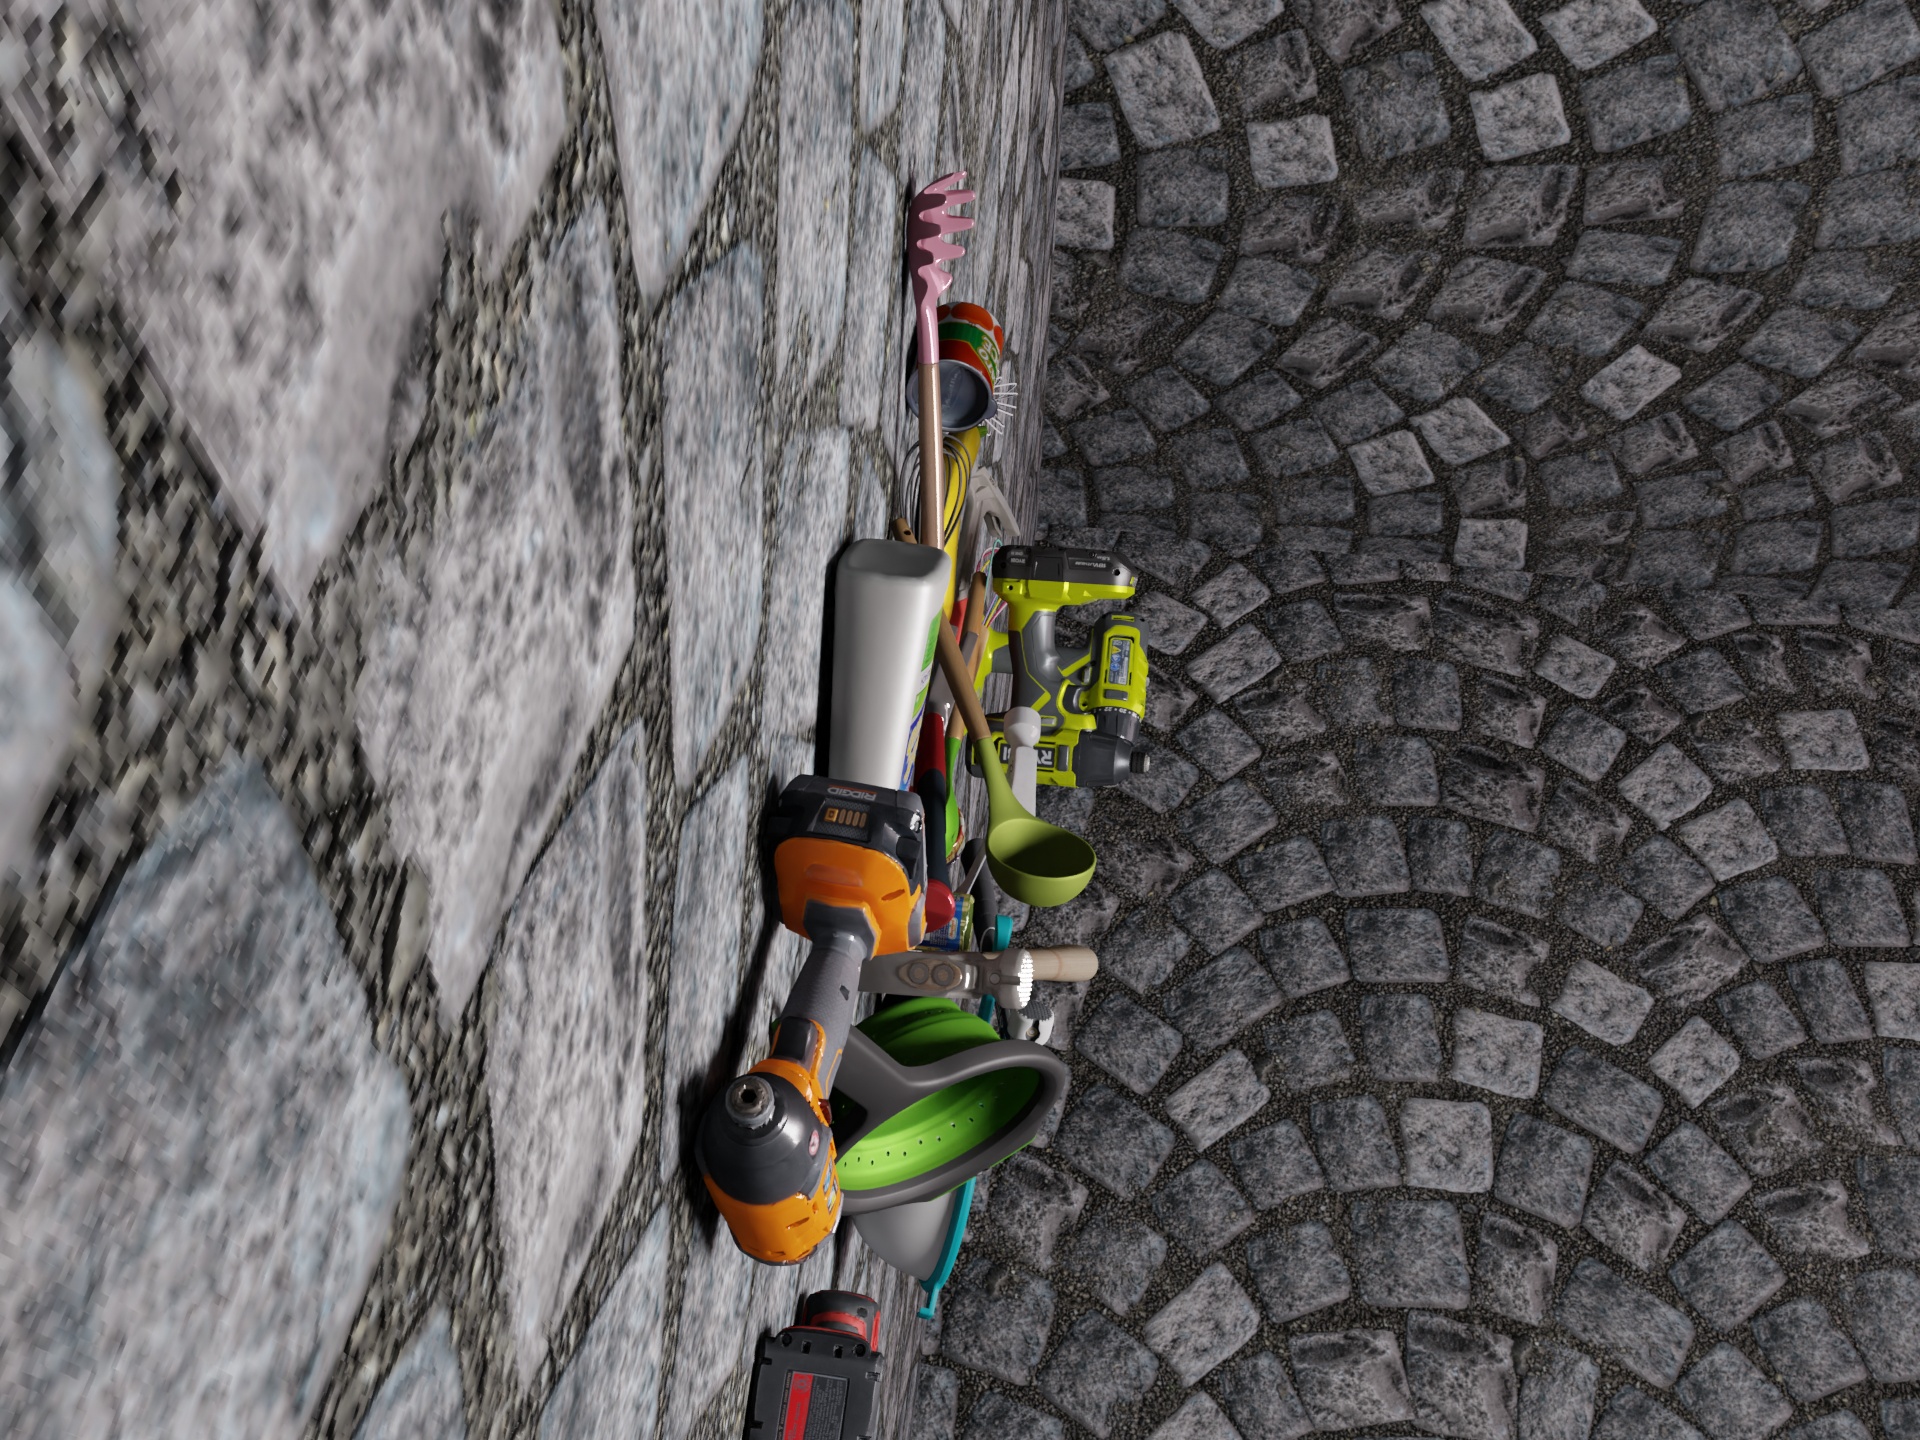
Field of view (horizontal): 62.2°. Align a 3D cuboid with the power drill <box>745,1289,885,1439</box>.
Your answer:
[{"bbox_3d":[-0.098,0.494,1.084,0.226,0.080,0.188,93,5,-74],"label":"power drill"}]

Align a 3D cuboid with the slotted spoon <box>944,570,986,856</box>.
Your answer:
[{"bbox_3d":[-0.002,-0.005,1.423,0.070,0.031,0.314,113,-12,-59],"label":"slotted spoon"}]

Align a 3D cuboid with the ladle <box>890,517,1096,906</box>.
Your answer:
[{"bbox_3d":[0.012,-0.014,1.142,0.062,0.078,0.320,-45,-120,51],"label":"ladle"}]

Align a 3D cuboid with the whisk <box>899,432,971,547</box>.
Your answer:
[{"bbox_3d":[-0.030,-0.112,1.262,0.055,0.055,0.238,-76,176,-62],"label":"whisk"}]

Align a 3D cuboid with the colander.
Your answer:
[{"bbox_3d":[-0.056,0.233,1.100,0.095,0.204,0.396,59,1,32],"label":"colander"}]

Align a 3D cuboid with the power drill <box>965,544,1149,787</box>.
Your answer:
[{"bbox_3d":[0.098,-0.049,1.499,0.080,0.171,0.223,-14,108,-75],"label":"power drill"}]

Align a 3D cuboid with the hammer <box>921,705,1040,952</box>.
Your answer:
[{"bbox_3d":[0.002,0.169,1.525,0.405,0.035,0.144,113,-14,-46],"label":"hammer"}]

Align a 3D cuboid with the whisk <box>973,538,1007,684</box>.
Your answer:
[{"bbox_3d":[0.026,-0.105,1.614,0.245,0.047,0.051,-73,169,-47],"label":"whisk"}]

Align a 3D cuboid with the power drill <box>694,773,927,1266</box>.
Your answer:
[{"bbox_3d":[-0.076,0.144,0.809,0.164,0.084,0.227,89,12,-57],"label":"power drill"}]

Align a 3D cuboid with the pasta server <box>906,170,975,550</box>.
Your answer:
[{"bbox_3d":[-0.016,-0.233,1.159,0.060,0.040,0.316,-42,135,-59],"label":"pasta server"}]

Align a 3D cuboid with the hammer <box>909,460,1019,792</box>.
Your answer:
[{"bbox_3d":[-0.008,-0.075,1.504,0.149,0.037,0.359,53,42,-55],"label":"hammer"}]

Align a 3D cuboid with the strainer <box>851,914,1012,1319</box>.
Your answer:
[{"bbox_3d":[-0.033,0.323,1.380,0.211,0.095,0.340,-107,-151,-77],"label":"strainer"}]

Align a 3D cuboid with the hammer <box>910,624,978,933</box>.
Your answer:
[{"bbox_3d":[-0.019,0.042,1.188,0.386,0.038,0.143,-93,-158,-72],"label":"hammer"}]

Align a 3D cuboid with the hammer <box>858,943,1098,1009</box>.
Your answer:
[{"bbox_3d":[0.025,0.187,1.214,0.410,0.146,0.038,25,68,-72],"label":"hammer"}]

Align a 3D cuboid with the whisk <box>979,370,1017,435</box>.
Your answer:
[{"bbox_3d":[0.005,-0.291,1.419,0.284,0.070,0.070,-40,136,-77],"label":"whisk"}]

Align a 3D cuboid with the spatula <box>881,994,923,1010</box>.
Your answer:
[{"bbox_3d":[-0.054,0.308,1.593,0.317,0.044,0.082,89,5,-68],"label":"spatula"}]

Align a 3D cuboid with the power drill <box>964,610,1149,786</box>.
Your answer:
[{"bbox_3d":[0.086,-0.030,1.703,0.080,0.228,0.191,86,11,-67],"label":"power drill"}]

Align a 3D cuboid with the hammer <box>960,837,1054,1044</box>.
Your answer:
[{"bbox_3d":[0.031,0.228,1.514,0.409,0.036,0.149,-101,-158,-65],"label":"hammer"}]
